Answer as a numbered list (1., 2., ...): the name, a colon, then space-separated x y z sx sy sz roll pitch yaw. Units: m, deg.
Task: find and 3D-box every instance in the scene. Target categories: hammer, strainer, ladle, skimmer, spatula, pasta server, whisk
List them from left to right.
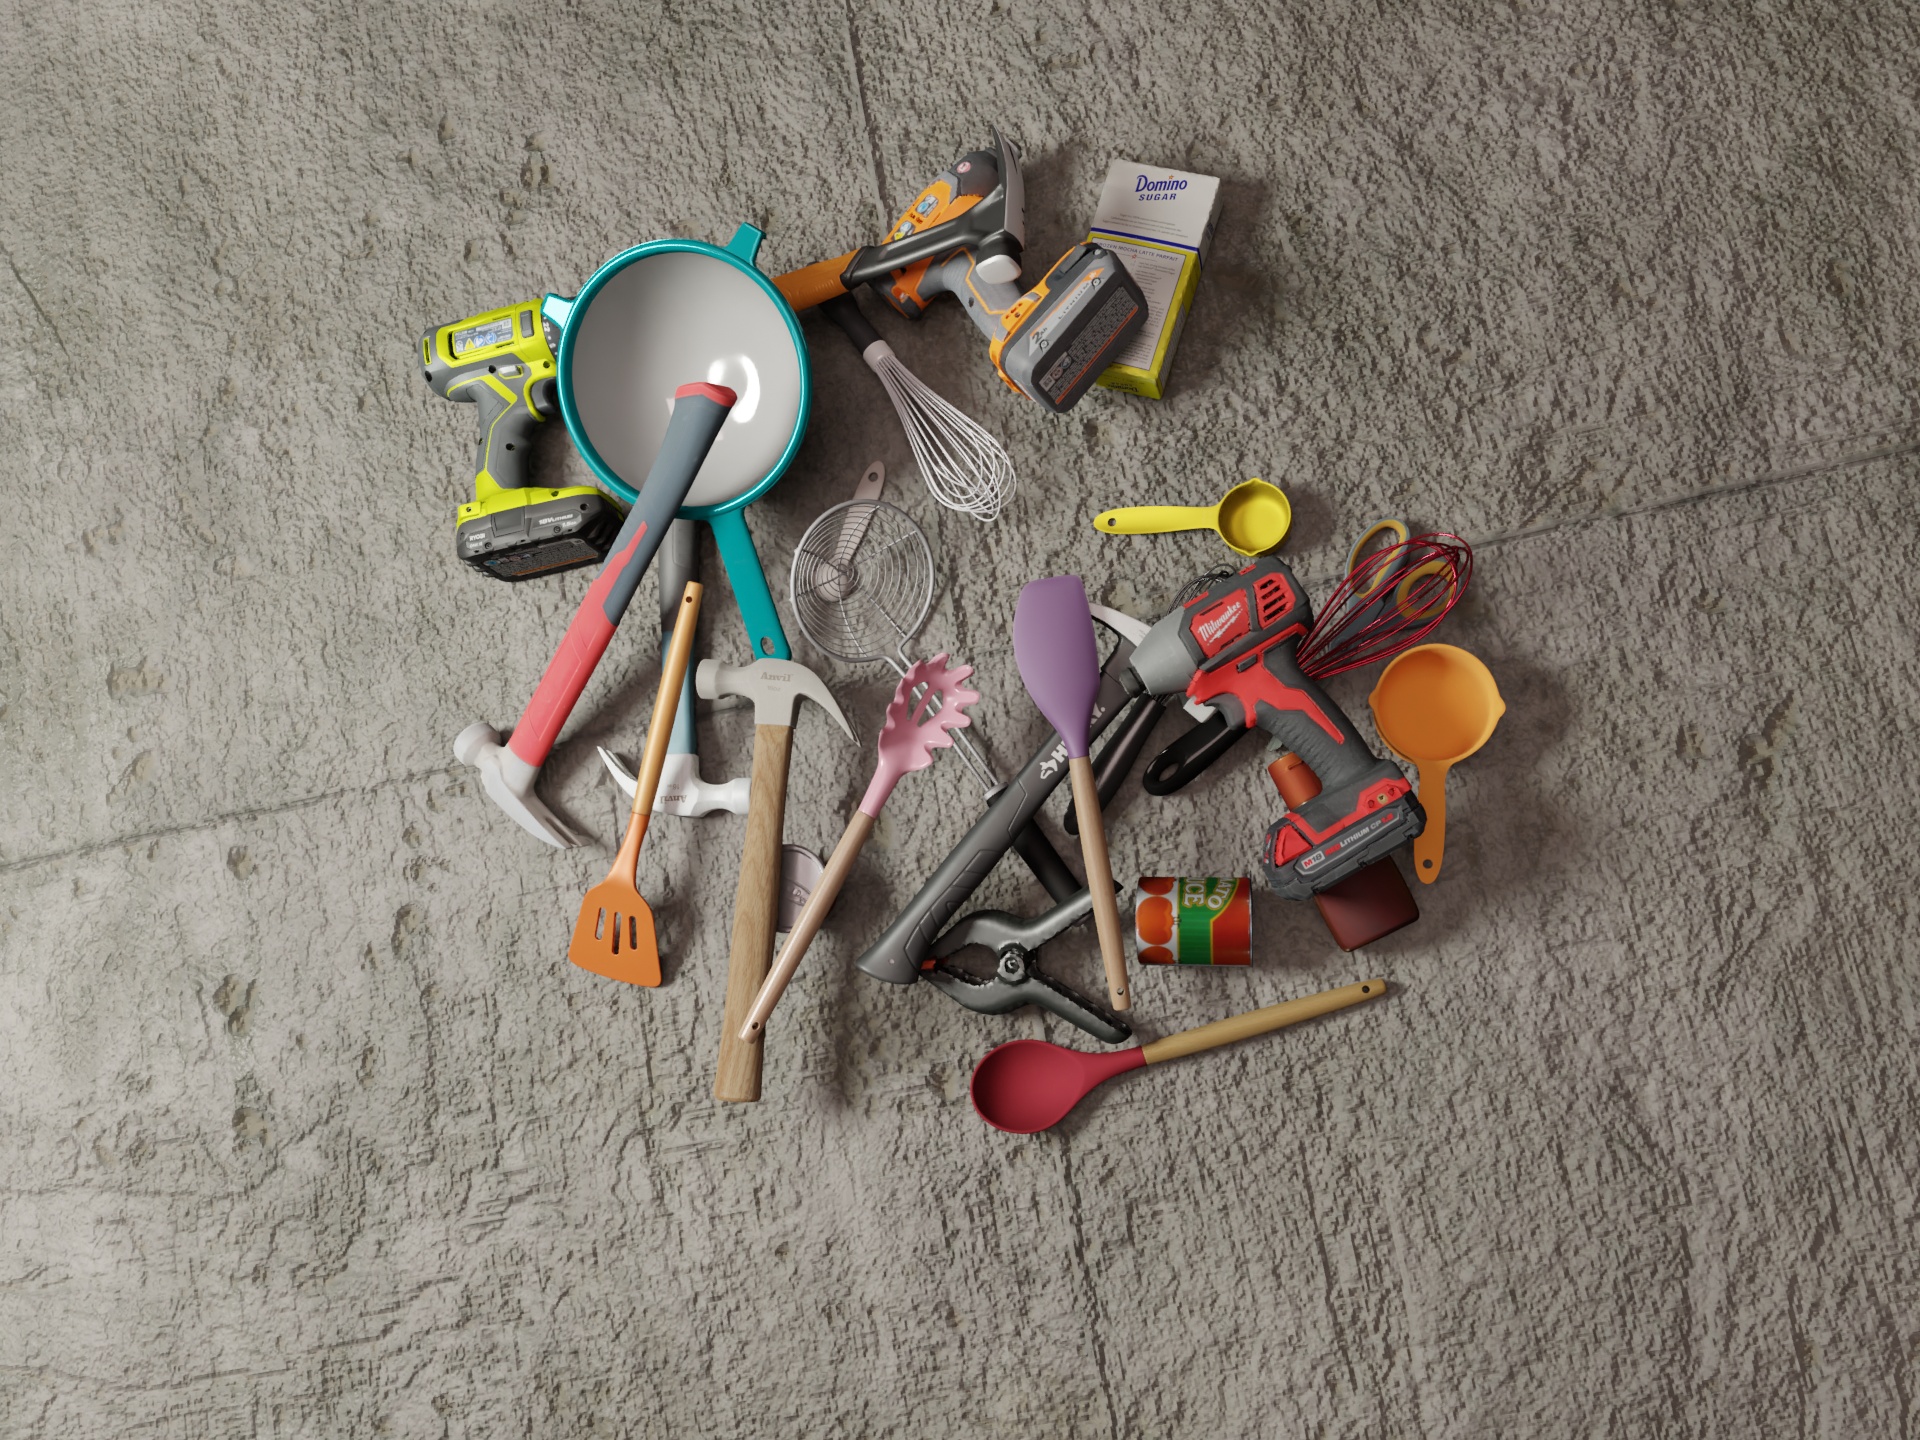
1. hammer: -0.265 -0.084 1.236 0.143 0.038 0.386 39 109 21
2. spatula: -0.243 0.049 1.254 0.081 0.041 0.322 13 90 10
3. hammer: -0.229 -0.085 1.302 0.128 0.033 0.331 -3 80 9
4. strainer: -0.185 -0.209 1.267 0.211 0.095 0.340 -14 101 18
5. hammer: -0.148 0.117 1.196 0.130 0.031 0.331 3 81 11
6. hammer: -0.100 -0.361 1.269 0.337 0.034 0.127 -12 65 29
7. pasta server: -0.080 0.093 1.163 0.060 0.040 0.316 30 82 -14
8. whisk: -0.049 -0.272 1.292 0.070 0.070 0.285 -37 71 3
9. skimmer: -0.002 -0.004 1.216 0.127 0.090 0.363 -30 77 -23
10. hammer: 0.037 0.060 1.178 0.146 0.035 0.335 40 91 3
11. spatula: 0.088 0.052 1.149 0.060 0.018 0.316 -10 88 1
12. whisk: 0.145 -0.015 1.216 0.055 0.055 0.239 32 92 14
13. ladle: 0.161 0.239 1.178 0.315 0.031 0.069 -17 71 5
14. whisk: 0.252 -0.038 1.179 0.296 0.073 0.073 -39 76 14

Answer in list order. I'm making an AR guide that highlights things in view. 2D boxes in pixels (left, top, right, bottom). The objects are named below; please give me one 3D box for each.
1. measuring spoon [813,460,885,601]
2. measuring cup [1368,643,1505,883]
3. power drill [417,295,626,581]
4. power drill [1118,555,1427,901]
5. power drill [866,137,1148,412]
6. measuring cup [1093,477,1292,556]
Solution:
1. measuring spoon: -0.089 -0.156 1.295 0.034 0.018 0.124 19 84 13
2. measuring cup: 0.345 0.033 1.167 0.095 0.052 0.174 4 85 11
3. power drill: -0.348 -0.246 1.330 0.190 0.080 0.229 -12 76 9
4. power drill: 0.216 0.009 1.117 0.143 0.078 0.220 -30 85 3
5. power drill: 0.040 -0.358 1.246 0.164 0.084 0.227 -50 56 5
6. measuring cup: 0.183 -0.155 1.246 0.156 0.029 0.062 1 81 23
